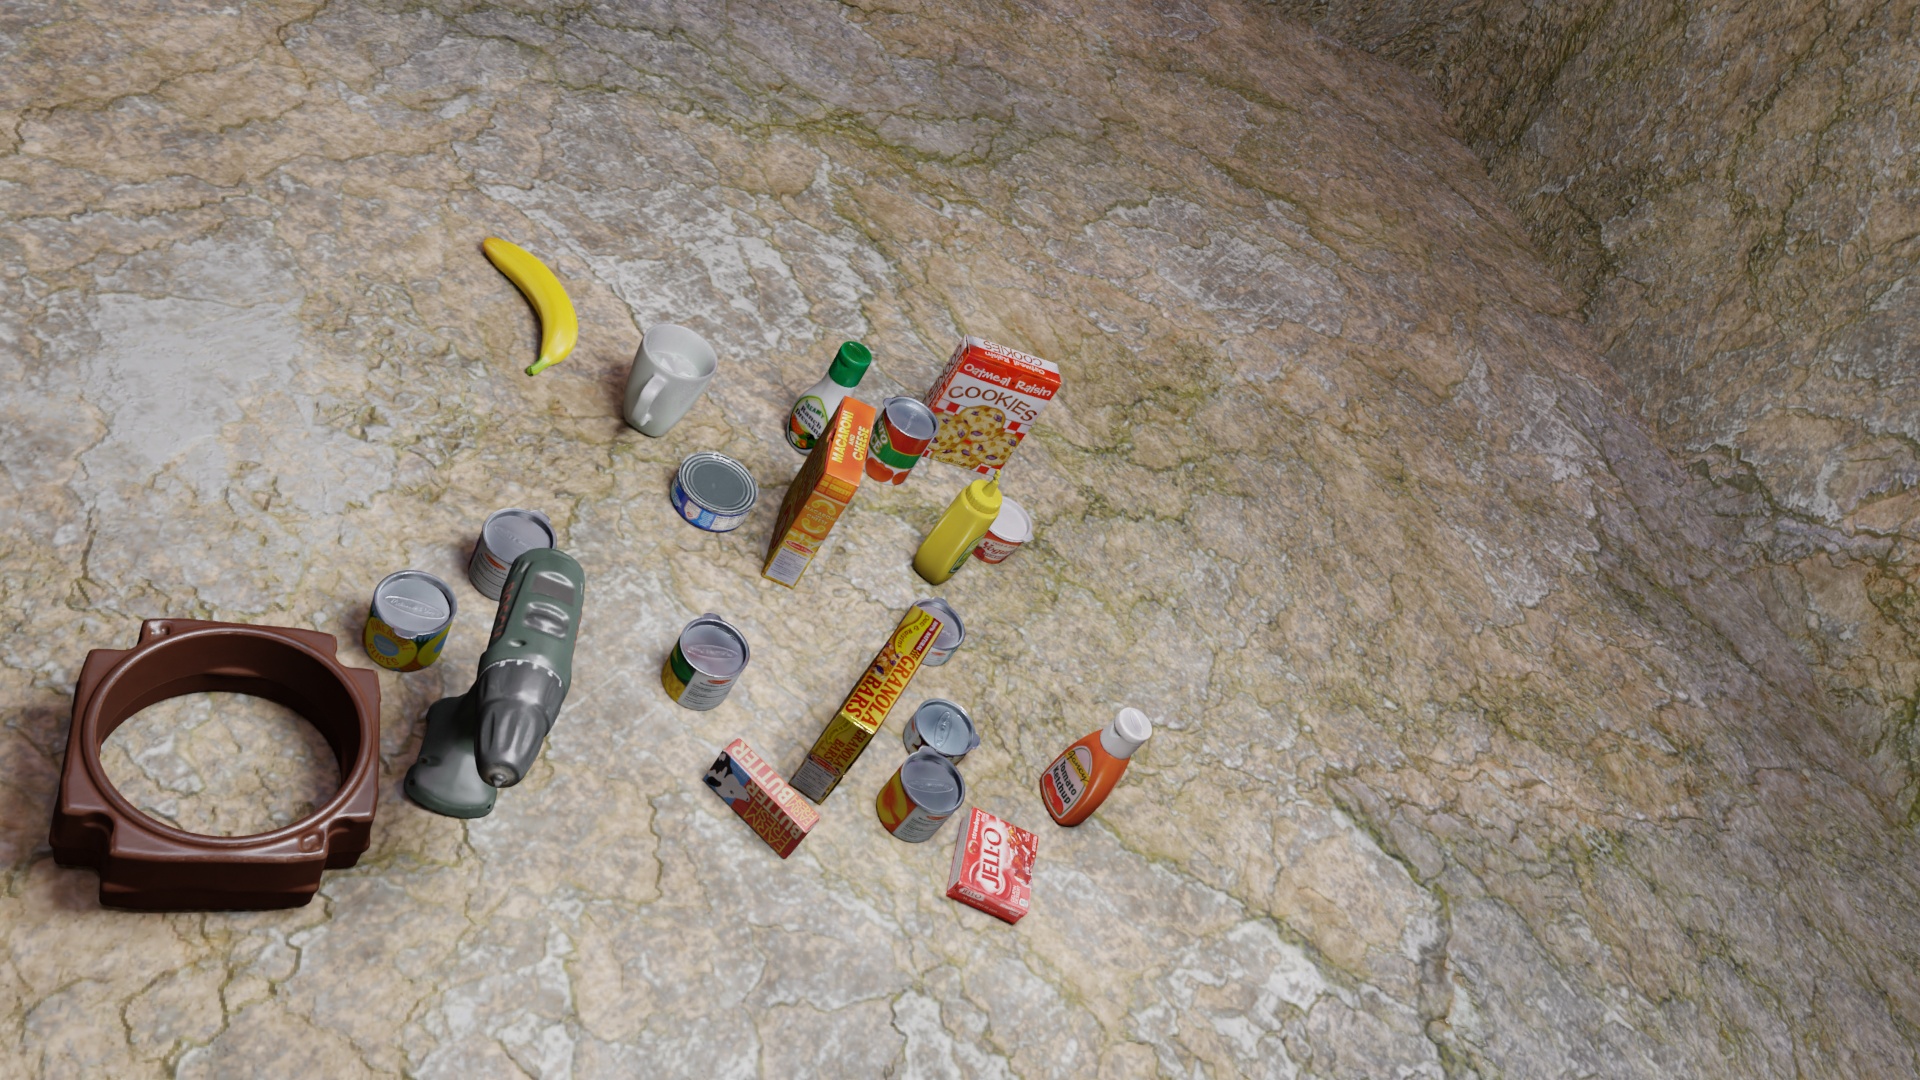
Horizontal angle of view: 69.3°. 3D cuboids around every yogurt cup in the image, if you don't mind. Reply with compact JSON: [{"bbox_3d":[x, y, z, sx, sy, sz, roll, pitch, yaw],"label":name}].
[{"bbox_3d":[0.041,-0.010,1.589,0.072,0.053,0.073,19,43,-19],"label":"yogurt cup"}]

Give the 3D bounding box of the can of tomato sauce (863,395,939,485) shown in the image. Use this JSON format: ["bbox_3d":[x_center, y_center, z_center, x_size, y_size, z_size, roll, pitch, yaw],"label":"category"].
[{"bbox_3d":[-0.074,-0.114,1.588,0.071,0.082,0.071,19,43,-19],"label":"can of tomato sauce"}]

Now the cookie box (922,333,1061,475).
[{"bbox_3d":[0.024,-0.155,1.630,0.123,0.166,0.040,15,44,-23],"label":"cookie box"}]

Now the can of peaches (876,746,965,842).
[{"bbox_3d":[-0.038,0.237,1.292,0.071,0.057,0.071,19,43,-19],"label":"can of peaches"}]

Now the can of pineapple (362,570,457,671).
[{"bbox_3d":[-0.462,0.069,1.160,0.071,0.057,0.071,19,43,-19],"label":"can of pineapple"}]

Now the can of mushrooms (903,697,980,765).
[{"bbox_3d":[-0.019,0.193,1.367,0.071,0.033,0.071,19,43,-19],"label":"can of mushrooms"}]

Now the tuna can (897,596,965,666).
[{"bbox_3d":[-0.031,0.094,1.454,0.071,0.032,0.071,19,43,-19],"label":"tuna can"}]

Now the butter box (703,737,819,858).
[{"bbox_3d":[-0.174,0.225,1.213,0.103,0.052,0.024,43,40,8],"label":"butter box"}]

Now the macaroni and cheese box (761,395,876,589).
[{"bbox_3d":[-0.145,-0.049,1.410,0.040,0.165,0.124,24,41,-14],"label":"macaroni and cheese box"}]

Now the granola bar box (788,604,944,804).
[{"bbox_3d":[-0.085,0.151,1.291,0.039,0.123,0.166,35,40,-1],"label":"granola bar box"}]

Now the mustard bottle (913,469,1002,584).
[{"bbox_3d":[0.005,-0.019,1.490,0.049,0.159,0.065,42,40,7],"label":"mustard bottle"}]

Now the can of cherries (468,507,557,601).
[{"bbox_3d":[-0.403,0.013,1.255,0.071,0.058,0.072,19,43,-19],"label":"can of cherries"}]

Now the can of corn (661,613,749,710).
[{"bbox_3d":[-0.235,0.112,1.276,0.071,0.058,0.071,19,43,-19],"label":"can of corn"}]

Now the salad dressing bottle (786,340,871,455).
[{"bbox_3d":[-0.143,-0.156,1.530,0.064,0.147,0.044,47,41,13],"label":"salad dressing bottle"}]

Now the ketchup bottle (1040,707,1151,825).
[{"bbox_3d":[0.134,0.218,1.359,0.043,0.148,0.065,4,50,-33],"label":"ketchup bottle"}]
